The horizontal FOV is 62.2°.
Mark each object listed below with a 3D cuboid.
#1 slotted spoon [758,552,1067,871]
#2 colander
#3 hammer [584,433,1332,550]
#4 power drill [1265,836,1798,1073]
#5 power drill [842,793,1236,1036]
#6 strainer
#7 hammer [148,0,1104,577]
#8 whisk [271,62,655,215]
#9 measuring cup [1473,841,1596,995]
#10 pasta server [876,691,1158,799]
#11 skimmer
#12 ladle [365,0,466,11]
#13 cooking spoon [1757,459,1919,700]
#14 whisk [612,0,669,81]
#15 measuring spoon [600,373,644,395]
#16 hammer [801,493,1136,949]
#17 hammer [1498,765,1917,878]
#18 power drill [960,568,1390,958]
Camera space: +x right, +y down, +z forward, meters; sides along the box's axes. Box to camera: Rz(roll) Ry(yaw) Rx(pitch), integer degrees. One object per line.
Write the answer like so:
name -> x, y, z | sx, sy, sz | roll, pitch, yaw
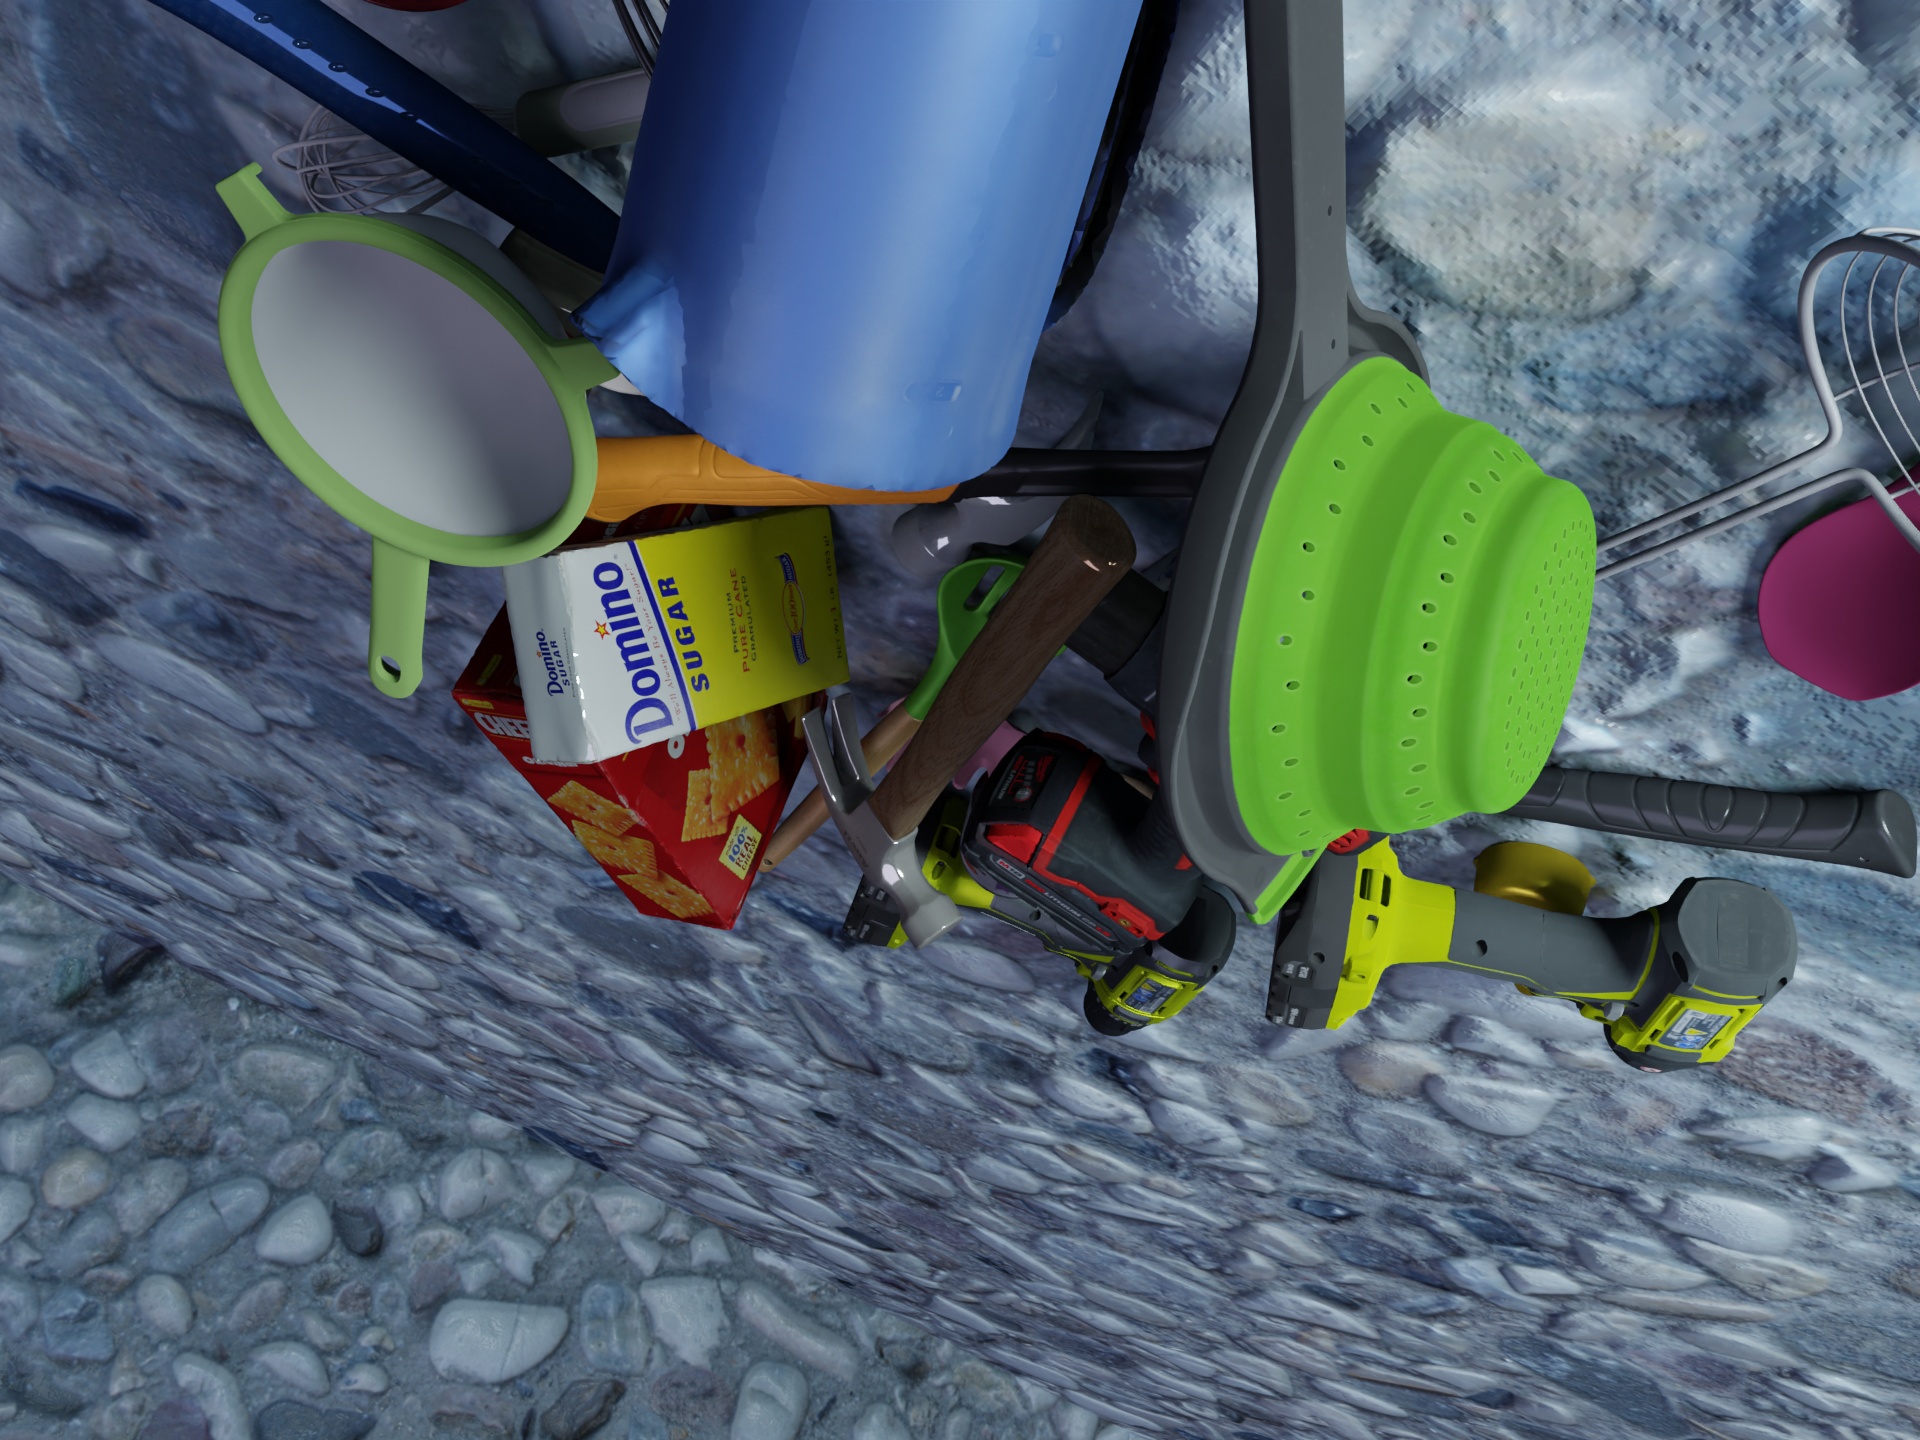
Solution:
slotted spoon -> -0.039, 0.005, 0.857 | 0.070, 0.031, 0.313 | 35, 134, -12
colander -> 0.141, -0.098, 0.493 | 0.094, 0.204, 0.396 | 15, 132, 32
hammer -> -0.023, -0.104, 0.639 | 0.337, 0.034, 0.127 | 3, 154, 22
power drill -> 0.270, 0.122, 0.791 | 0.223, 0.080, 0.171 | 8, 153, 12
power drill -> 0.046, 0.134, 1.032 | 0.228, 0.080, 0.190 | 21, 151, -1
strainer -> -0.214, -0.106, 0.650 | 0.151, 0.069, 0.256 | 25, 139, -3
hammer -> -0.119, -0.178, 0.617 | 0.405, 0.035, 0.144 | 29, 151, -29
whisk -> -0.172, -0.231, 0.620 | 0.246, 0.058, 0.059 | 1, -175, 27
measuring cup -> 0.309, 0.120, 0.865 | 0.062, 0.029, 0.156 | 8, 145, 25
pasta server -> 0.104, 0.049, 0.889 | 0.316, 0.040, 0.060 | 21, 132, 2
skimmer -> 0.228, -0.053, 0.573 | 0.127, 0.090, 0.363 | 60, 149, -1
ladle -> -0.088, -0.261, 0.530 | 0.315, 0.031, 0.069 | 12, 143, 15
cooking spoon -> 0.327, -0.105, 0.498 | 0.069, 0.017, 0.318 | 36, 156, 24
whisk -> -0.121, -0.274, 0.483 | 0.055, 0.055, 0.238 | -13, 122, 47
measuring spoon -> -0.115, -0.146, 0.719 | 0.034, 0.018, 0.124 | -10, 161, 40
hammer -> -0.001, -0.002, 0.725 | 0.130, 0.031, 0.331 | 55, 150, 11
hammer -> 0.265, 0.037, 0.759 | 0.335, 0.035, 0.146 | 7, 146, 26
power drill -> 0.080, 0.017, 0.752 | 0.188, 0.080, 0.226 | 35, 149, -7
